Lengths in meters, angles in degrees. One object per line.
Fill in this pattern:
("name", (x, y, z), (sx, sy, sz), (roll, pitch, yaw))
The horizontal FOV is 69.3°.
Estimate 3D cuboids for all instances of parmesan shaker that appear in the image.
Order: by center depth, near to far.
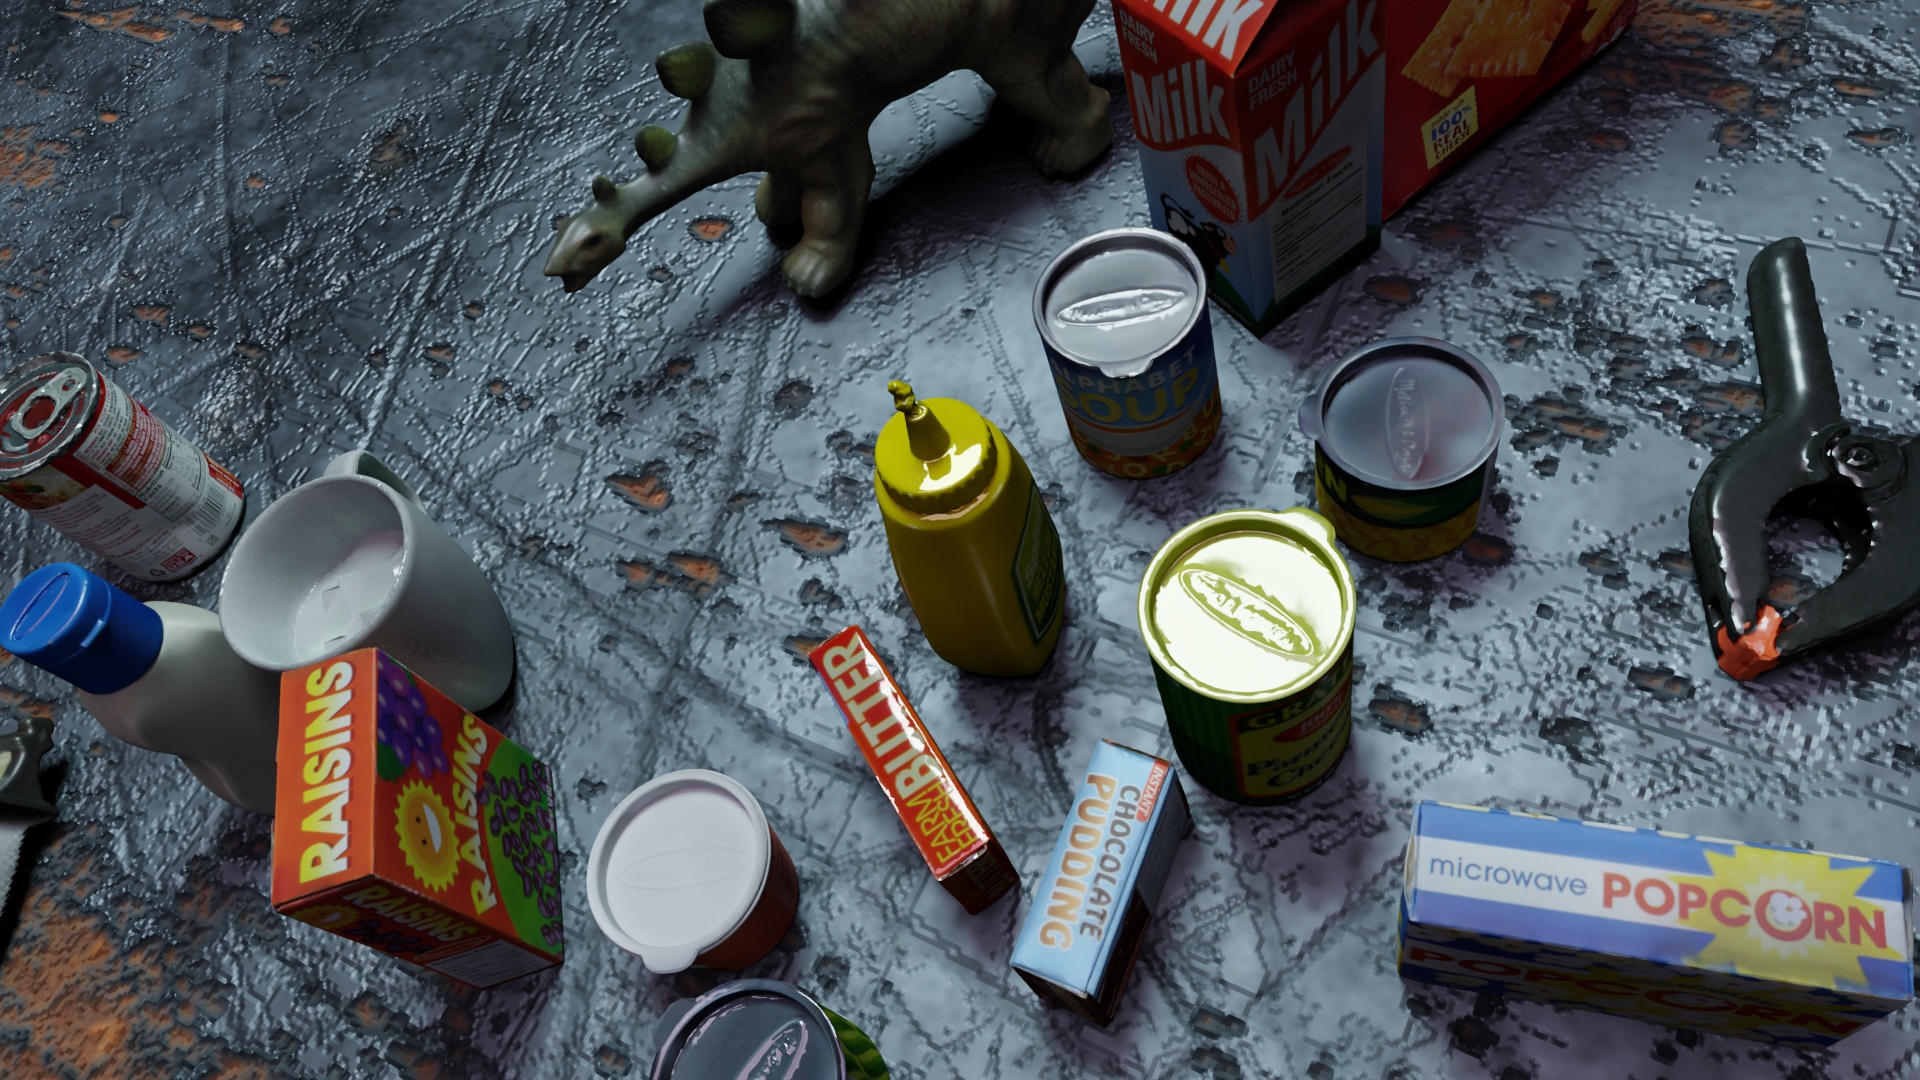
("parmesan shaker", (0.101, 0.041, 0.470), (0.071, 0.102, 0.071), (-7, 60, 12))

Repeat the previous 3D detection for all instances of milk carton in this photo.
("milk carton", (0.114, -0.175, 0.539), (0.073, 0.189, 0.072), (-37, 58, -7))

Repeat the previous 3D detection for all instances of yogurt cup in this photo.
("yogurt cup", (-0.093, 0.123, 0.504), (0.072, 0.053, 0.073), (-7, 60, 12))

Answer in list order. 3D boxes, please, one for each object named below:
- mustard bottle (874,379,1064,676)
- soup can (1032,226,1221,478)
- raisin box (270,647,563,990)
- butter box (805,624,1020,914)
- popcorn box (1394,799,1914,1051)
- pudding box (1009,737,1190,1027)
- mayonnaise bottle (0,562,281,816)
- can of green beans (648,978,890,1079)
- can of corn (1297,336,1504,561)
("mustard bottle", (0.002, -0.006, 0.490), (0.049, 0.159, 0.065), (4, 62, 17))
("soup can", (0.068, -0.070, 0.554), (0.071, 0.083, 0.071), (-7, 60, 12))
("raisin box", (-0.192, 0.103, 0.502), (0.040, 0.123, 0.086), (-18, 58, 5))
("butter box", (-0.017, 0.083, 0.507), (0.024, 0.053, 0.104), (-33, 58, -4))
("popcorn box", (0.197, 0.115, 0.412), (0.127, 0.085, 0.038), (5, 63, 18))
("pudding box", (0.049, 0.116, 0.472), (0.030, 0.049, 0.084), (15, 66, 23))
("mayonnaise bottle", (-0.301, 0.057, 0.543), (0.041, 0.147, 0.065), (19, 68, 24))
("can of green beans", (-0.061, 0.184, 0.458), (0.071, 0.057, 0.071), (-7, 60, 12))
("can of corn", (0.164, -0.033, 0.522), (0.071, 0.058, 0.071), (-7, 60, 12))
